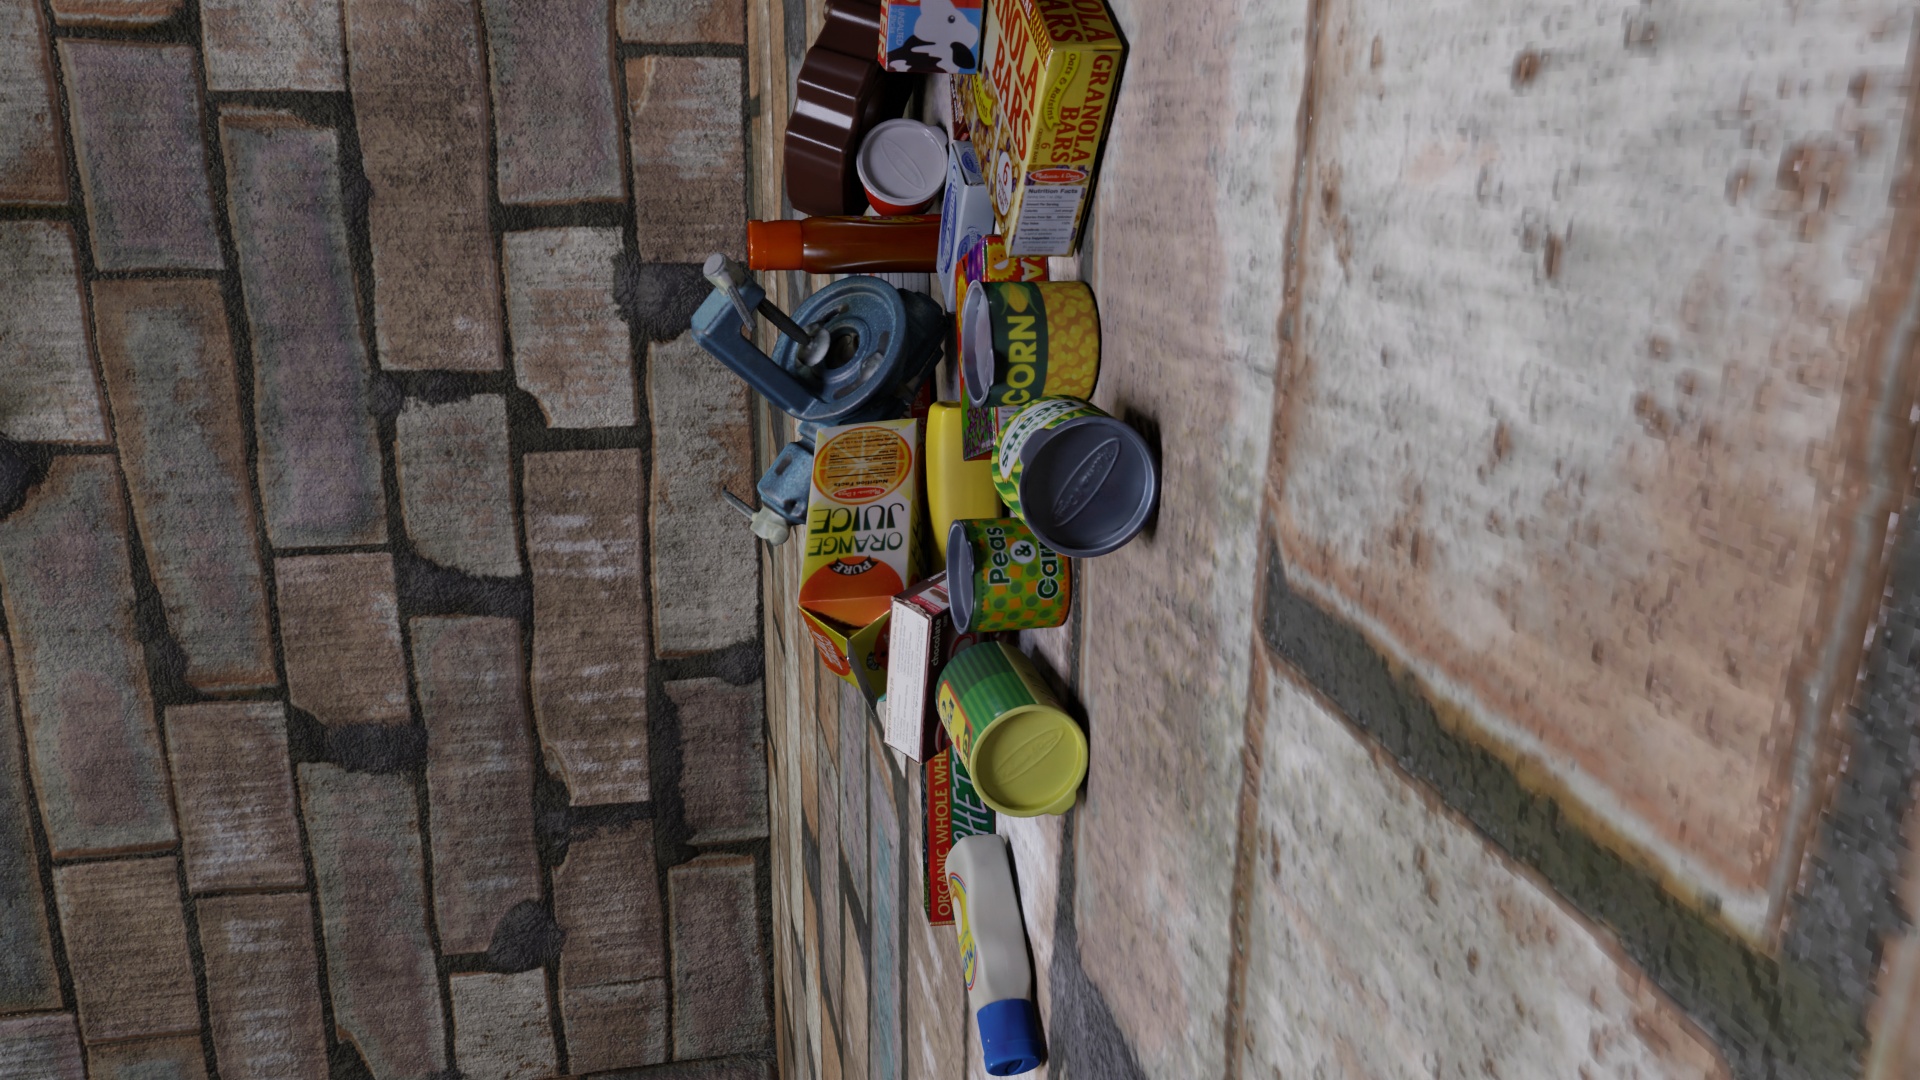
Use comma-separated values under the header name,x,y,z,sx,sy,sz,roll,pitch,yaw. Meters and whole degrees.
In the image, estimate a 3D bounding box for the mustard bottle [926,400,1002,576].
name,x,y,z,sx,sy,sz,roll,pitch,yaw
mustard bottle,0.003,-0.012,0.919,0.065,0.049,0.159,-123,31,-75

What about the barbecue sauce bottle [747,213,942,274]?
name,x,y,z,sx,sy,sz,roll,pitch,yaw
barbecue sauce bottle,-0.082,-0.219,1.026,0.065,0.149,0.043,-142,50,-74

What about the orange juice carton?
name,x,y,z,sx,sy,sz,roll,pitch,yaw
orange juice carton,-0.060,0.016,0.918,0.071,0.073,0.194,75,-167,-51

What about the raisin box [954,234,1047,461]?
name,x,y,z,sx,sy,sz,roll,pitch,yaw
raisin box,0.024,-0.112,0.824,0.086,0.040,0.123,171,97,-78

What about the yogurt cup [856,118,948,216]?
name,x,y,z,sx,sy,sz,roll,pitch,yaw
yogurt cup,-0.044,-0.275,1.046,0.054,0.072,0.072,111,154,-79

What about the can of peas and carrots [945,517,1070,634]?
name,x,y,z,sx,sy,sz,roll,pitch,yaw
can of peas and carrots,0.027,0.018,0.794,0.071,0.059,0.071,179,88,-77

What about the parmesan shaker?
name,x,y,z,sx,sy,sz,roll,pitch,yaw
parmesan shaker,0.028,0.108,0.798,0.103,0.071,0.071,-129,38,-70

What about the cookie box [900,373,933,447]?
name,x,y,z,sx,sy,sz,roll,pitch,yaw
cookie box,-0.055,-0.104,1.189,0.167,0.040,0.123,169,98,-79

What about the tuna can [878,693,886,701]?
name,x,y,z,sx,sy,sz,roll,pitch,yaw
tuna can,-0.060,0.102,1.159,0.071,0.033,0.070,26,122,52

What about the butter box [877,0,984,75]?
name,x,y,z,sx,sy,sz,roll,pitch,yaw
butter box,-0.014,-0.302,0.734,0.024,0.053,0.103,-116,27,-56

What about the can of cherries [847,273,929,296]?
name,x,y,z,sx,sy,sz,roll,pitch,yaw
can of cherries,-0.060,-0.209,1.144,0.071,0.058,0.071,178,88,-78

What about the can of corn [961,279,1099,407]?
name,x,y,z,sx,sy,sz,roll,pitch,yaw
can of corn,0.036,-0.102,0.725,0.071,0.058,0.071,179,88,-78

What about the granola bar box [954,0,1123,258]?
name,x,y,z,sx,sy,sz,roll,pitch,yaw
granola bar box,0.037,-0.249,0.733,0.123,0.039,0.166,102,161,-48

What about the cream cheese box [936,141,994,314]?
name,x,y,z,sx,sy,sz,roll,pitch,yaw
cream cheese box,0.003,-0.209,0.931,0.103,0.024,0.053,100,162,-45

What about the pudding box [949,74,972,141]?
name,x,y,z,sx,sy,sz,roll,pitch,yaw
pudding box,0.012,-0.295,0.860,0.049,0.030,0.083,167,99,-77

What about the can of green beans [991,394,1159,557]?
name,x,y,z,sx,sy,sz,roll,pitch,yaw
can of green beans,0.052,-0.032,0.649,0.058,0.071,0.071,-129,38,-70

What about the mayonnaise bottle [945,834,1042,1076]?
name,x,y,z,sx,sy,sz,roll,pitch,yaw
mayonnaise bottle,0.022,0.272,0.915,0.064,0.041,0.149,106,158,-49

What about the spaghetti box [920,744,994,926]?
name,x,y,z,sx,sy,sz,roll,pitch,yaw
spaghetti box,-0.003,0.150,0.982,0.029,0.050,0.249,-141,49,-76
